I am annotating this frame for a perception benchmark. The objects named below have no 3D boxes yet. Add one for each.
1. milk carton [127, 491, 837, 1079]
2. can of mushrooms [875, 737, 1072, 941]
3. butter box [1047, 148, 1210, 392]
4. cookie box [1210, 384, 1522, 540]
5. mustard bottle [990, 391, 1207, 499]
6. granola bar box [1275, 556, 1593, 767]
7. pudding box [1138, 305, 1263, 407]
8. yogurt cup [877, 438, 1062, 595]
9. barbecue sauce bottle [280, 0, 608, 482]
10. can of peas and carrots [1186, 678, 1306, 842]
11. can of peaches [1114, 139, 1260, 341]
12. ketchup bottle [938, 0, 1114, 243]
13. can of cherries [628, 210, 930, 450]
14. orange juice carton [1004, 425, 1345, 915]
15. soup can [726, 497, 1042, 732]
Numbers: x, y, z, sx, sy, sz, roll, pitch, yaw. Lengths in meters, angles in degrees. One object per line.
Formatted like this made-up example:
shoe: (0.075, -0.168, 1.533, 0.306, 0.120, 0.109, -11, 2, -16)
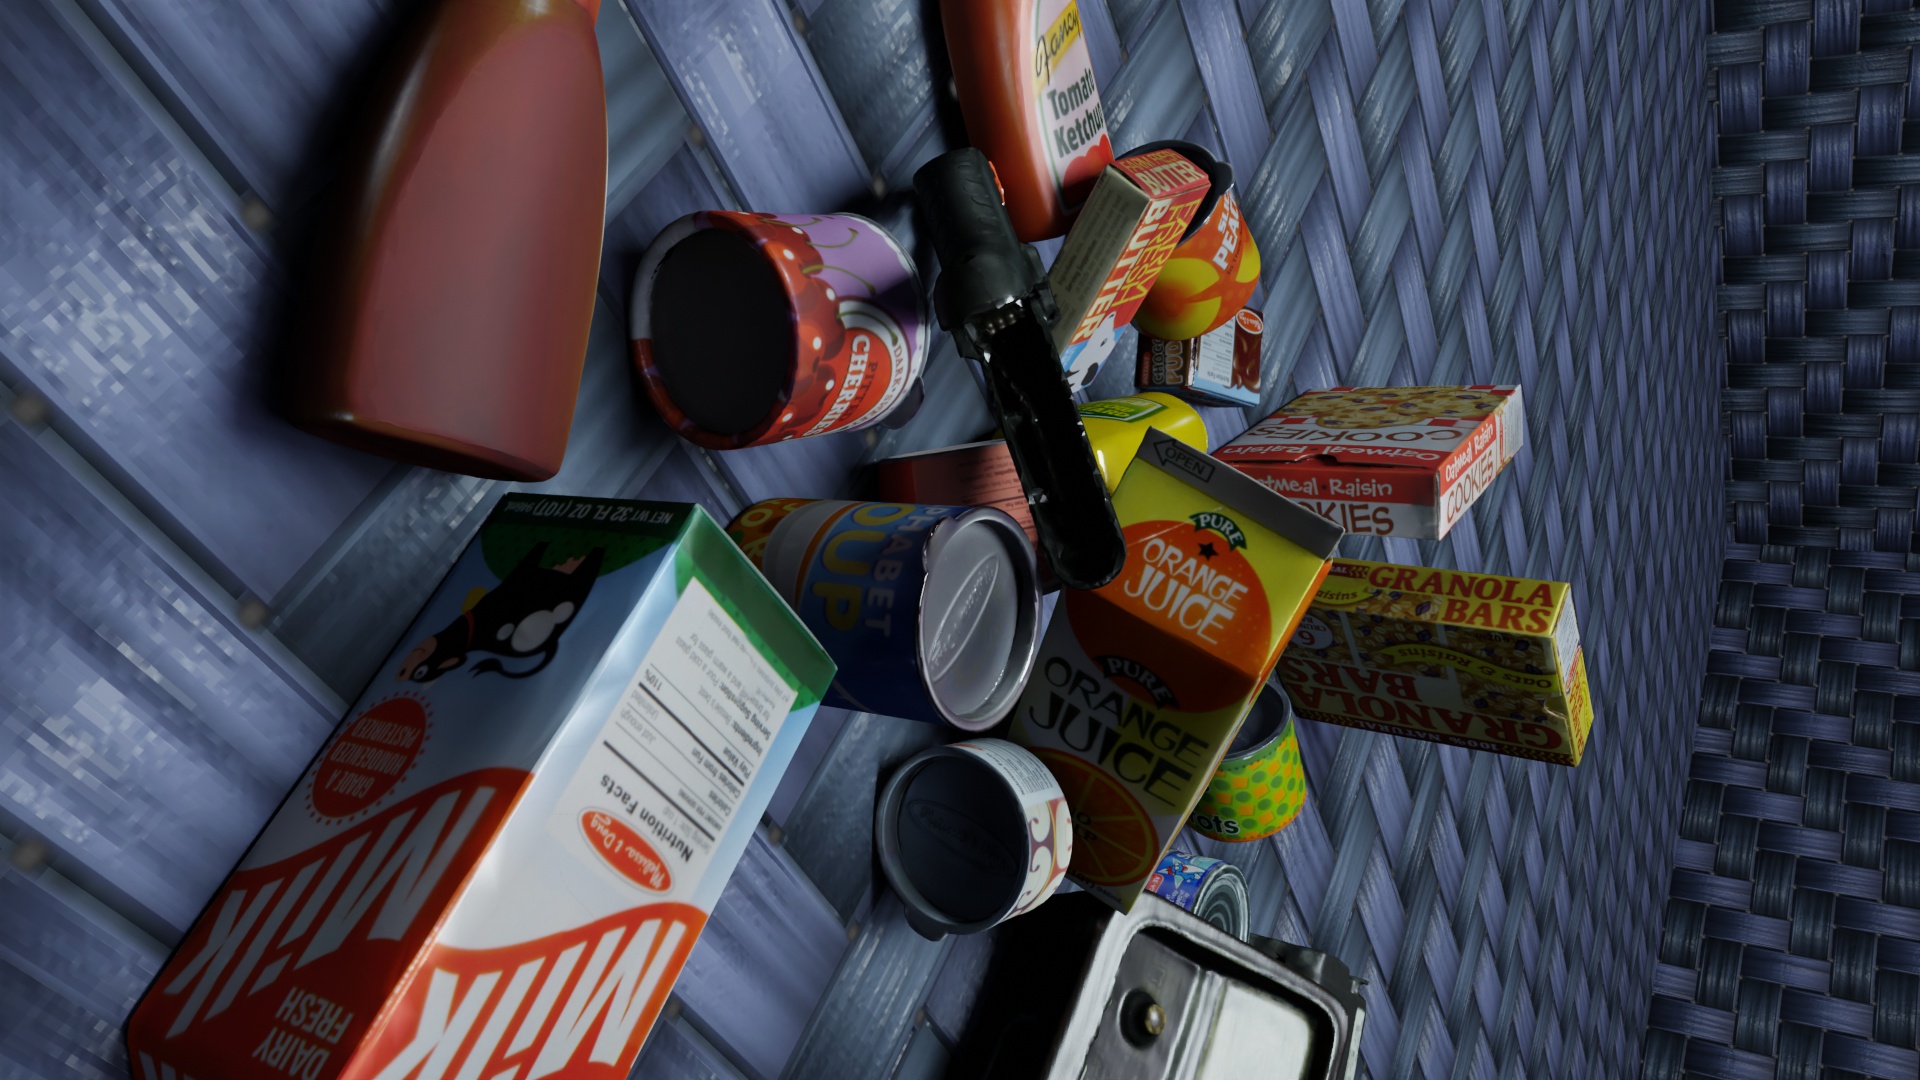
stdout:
milk carton: (-0.112, 0.084, 0.321, 0.073, 0.072, 0.191, 57, 48, -42)
can of mushrooms: (0.004, 0.107, 0.501, 0.033, 0.071, 0.071, 0, 94, -57)
butter box: (0.053, -0.100, 0.537, 0.053, 0.024, 0.103, -29, 155, -52)
cookie box: (0.221, -0.048, 0.752, 0.168, 0.123, 0.040, -30, 117, -51)
mustard bottle: (0.069, -0.036, 0.586, 0.161, 0.065, 0.048, -23, 115, -59)
granola bar box: (0.259, 0.067, 0.784, 0.039, 0.165, 0.123, -60, 138, -29)
pudding box: (0.119, -0.093, 0.681, 0.084, 0.030, 0.049, 2, 90, -56)
yogurt cup: (0.002, -0.006, 0.488, 0.072, 0.072, 0.054, -16, 99, -54)
barbecue sauce bottle: (-0.112, -0.091, 0.328, 0.065, 0.043, 0.148, 20, 76, -55)
can of peas and carrots: (0.134, 0.109, 0.694, 0.071, 0.071, 0.058, -50, 133, -41)
can of peaches: (0.093, -0.129, 0.601, 0.058, 0.071, 0.071, 47, 56, -49)
ketchup bottle: (0.019, -0.189, 0.511, 0.065, 0.043, 0.148, -48, 130, -44)
can of cherries: (-0.050, -0.059, 0.398, 0.058, 0.071, 0.071, -16, 106, -54)
orange juice carton: (0.072, 0.045, 0.502, 0.073, 0.072, 0.191, -47, 160, -42)
soup can: (-0.028, 0.018, 0.427, 0.071, 0.084, 0.071, -9, 101, -56)
